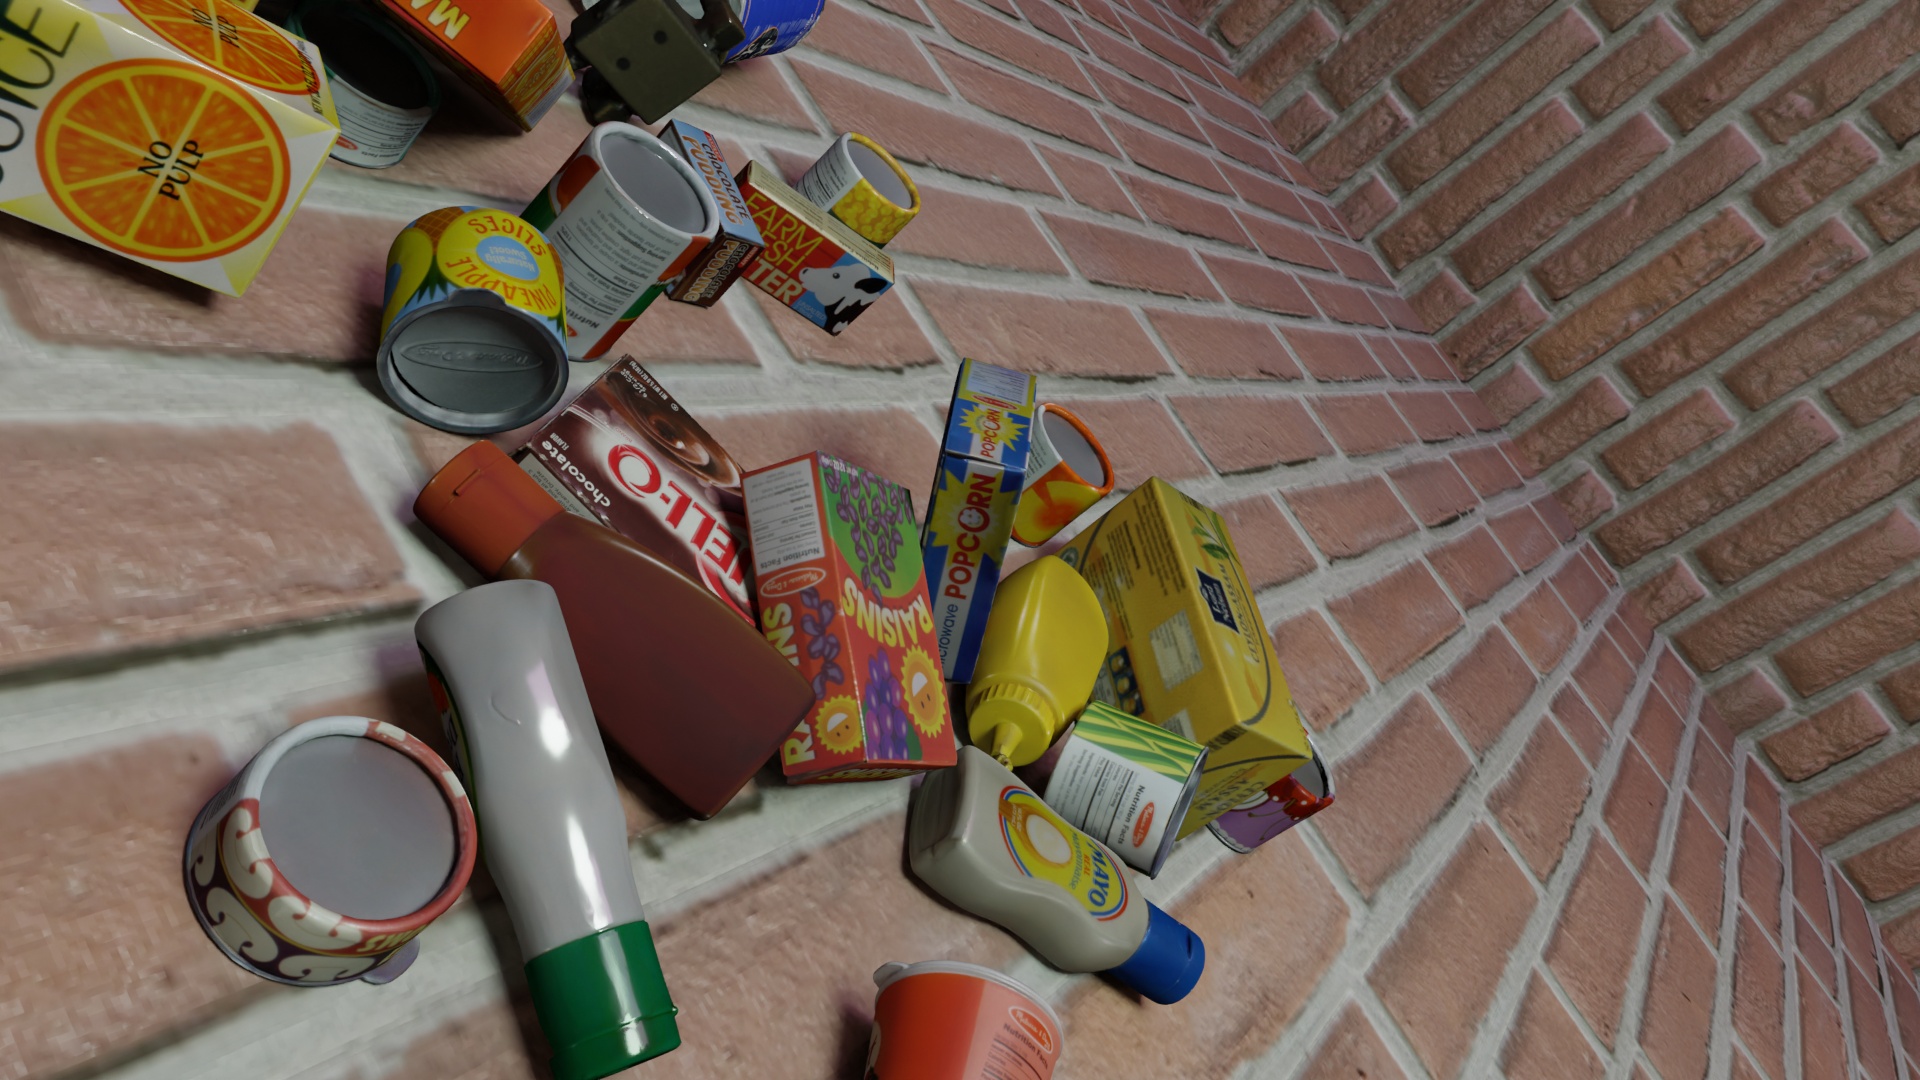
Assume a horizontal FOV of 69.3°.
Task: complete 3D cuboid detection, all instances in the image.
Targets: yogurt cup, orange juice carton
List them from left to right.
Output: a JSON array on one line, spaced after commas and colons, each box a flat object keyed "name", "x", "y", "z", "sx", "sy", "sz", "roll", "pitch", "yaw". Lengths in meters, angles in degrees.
[{"name": "orange juice carton", "x": -0.298, "y": -0.153, "z": 0.414, "sx": 0.192, "sy": 0.073, "sz": 0.072, "roll": 22, "pitch": 26, "yaw": -44}, {"name": "yogurt cup", "x": -0.003, "y": 0.185, "z": 0.470, "sx": 0.072, "sy": 0.072, "sz": 0.054, "roll": 42, "pitch": 37, "yaw": -18}]

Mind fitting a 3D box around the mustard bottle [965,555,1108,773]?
[{"name": "mustard bottle", "x": 0.032, "y": 0.066, "z": 0.679, "sx": 0.065, "sy": 0.048, "sz": 0.161, "roll": 50, "pitch": 28, "yaw": -12}]

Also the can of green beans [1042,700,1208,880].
[{"name": "can of green beans", "x": 0.076, "y": 0.115, "z": 0.646, "sx": 0.058, "sy": 0.071, "sz": 0.071, "roll": 23, "pitch": 22, "yaw": 17}]

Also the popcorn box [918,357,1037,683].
[{"name": "popcorn box", "x": 0.002, "y": -0.008, "z": 0.646, "sx": 0.038, "sy": 0.126, "sz": 0.085, "roll": 13, "pitch": 35, "yaw": -1}]

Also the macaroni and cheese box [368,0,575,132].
[{"name": "macaroni and cheese box", "x": -0.227, "y": -0.234, "z": 0.585, "sx": 0.123, "sy": 0.040, "sz": 0.166, "roll": 39, "pitch": 0, "yaw": -16}]

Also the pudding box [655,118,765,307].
[{"name": "pudding box", "x": -0.137, "y": -0.166, "z": 0.708, "sx": 0.030, "sy": 0.049, "sz": 0.084, "roll": 8, "pitch": 49, "yaw": -51}]

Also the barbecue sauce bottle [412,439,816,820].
[{"name": "barbecue sauce bottle", "x": -0.124, "y": 0.028, "z": 0.488, "sx": 0.148, "sy": 0.043, "sz": 0.065, "roll": 43, "pitch": 71, "yaw": -4}]

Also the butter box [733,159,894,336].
[{"name": "butter box", "x": -0.091, "y": -0.160, "z": 0.765, "sx": 0.103, "sy": 0.053, "sz": 0.024, "roll": 30, "pitch": 37, "yaw": -33}]

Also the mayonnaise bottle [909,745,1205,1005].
[{"name": "mayonnaise bottle", "x": 0.044, "y": 0.151, "z": 0.601, "sx": 0.148, "sy": 0.041, "sz": 0.065, "roll": 38, "pitch": 32, "yaw": -22}]

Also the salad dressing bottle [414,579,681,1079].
[{"name": "salad dressing bottle", "x": -0.124, "y": 0.086, "z": 0.418, "sx": 0.044, "sy": 0.064, "sz": 0.148, "roll": -17, "pitch": 72, "yaw": -19}]

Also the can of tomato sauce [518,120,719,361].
[{"name": "can of tomato sauce", "x": -0.155, "y": -0.130, "z": 0.602, "sx": 0.071, "sy": 0.083, "sz": 0.071, "roll": 36, "pitch": 31, "yaw": -26}]

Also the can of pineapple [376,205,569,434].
[{"name": "can of pineapple", "x": -0.181, "y": -0.084, "z": 0.521, "sx": 0.071, "sy": 0.070, "sz": 0.058, "roll": 26, "pitch": 36, "yaw": -40}]

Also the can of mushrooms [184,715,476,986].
[{"name": "can of mushrooms", "x": -0.167, "y": 0.085, "z": 0.377, "sx": 0.071, "sy": 0.033, "sz": 0.071, "roll": 37, "pitch": 30, "yaw": -25}]

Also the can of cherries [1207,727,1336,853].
[{"name": "can of cherries", "x": 0.168, "y": 0.134, "z": 0.788, "sx": 0.071, "sy": 0.058, "sz": 0.072, "roll": 37, "pitch": 30, "yaw": -26}]

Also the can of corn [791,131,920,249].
[{"name": "can of corn", "x": -0.065, "y": -0.206, "z": 0.854, "sx": 0.071, "sy": 0.058, "sz": 0.071, "roll": 36, "pitch": 31, "yaw": -26}]

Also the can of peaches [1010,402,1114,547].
[{"name": "can of peaches", "x": 0.050, "y": -0.039, "z": 0.822, "sx": 0.071, "sy": 0.058, "sz": 0.071, "roll": 36, "pitch": 31, "yaw": -26}]

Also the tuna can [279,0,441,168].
[{"name": "tuna can", "x": -0.256, "y": -0.194, "z": 0.583, "sx": 0.071, "sy": 0.032, "sz": 0.071, "roll": 36, "pitch": 31, "yaw": -26}]

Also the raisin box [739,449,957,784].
[{"name": "raisin box", "x": -0.045, "y": 0.034, "z": 0.562, "sx": 0.086, "sy": 0.040, "sz": 0.123, "roll": 22, "pitch": 54, "yaw": -65}]

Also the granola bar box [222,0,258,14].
[{"name": "granola bar box", "x": -0.330, "y": -0.241, "z": 0.480, "sx": 0.165, "sy": 0.039, "sz": 0.124, "roll": 27, "pitch": 13, "yaw": -38}]
